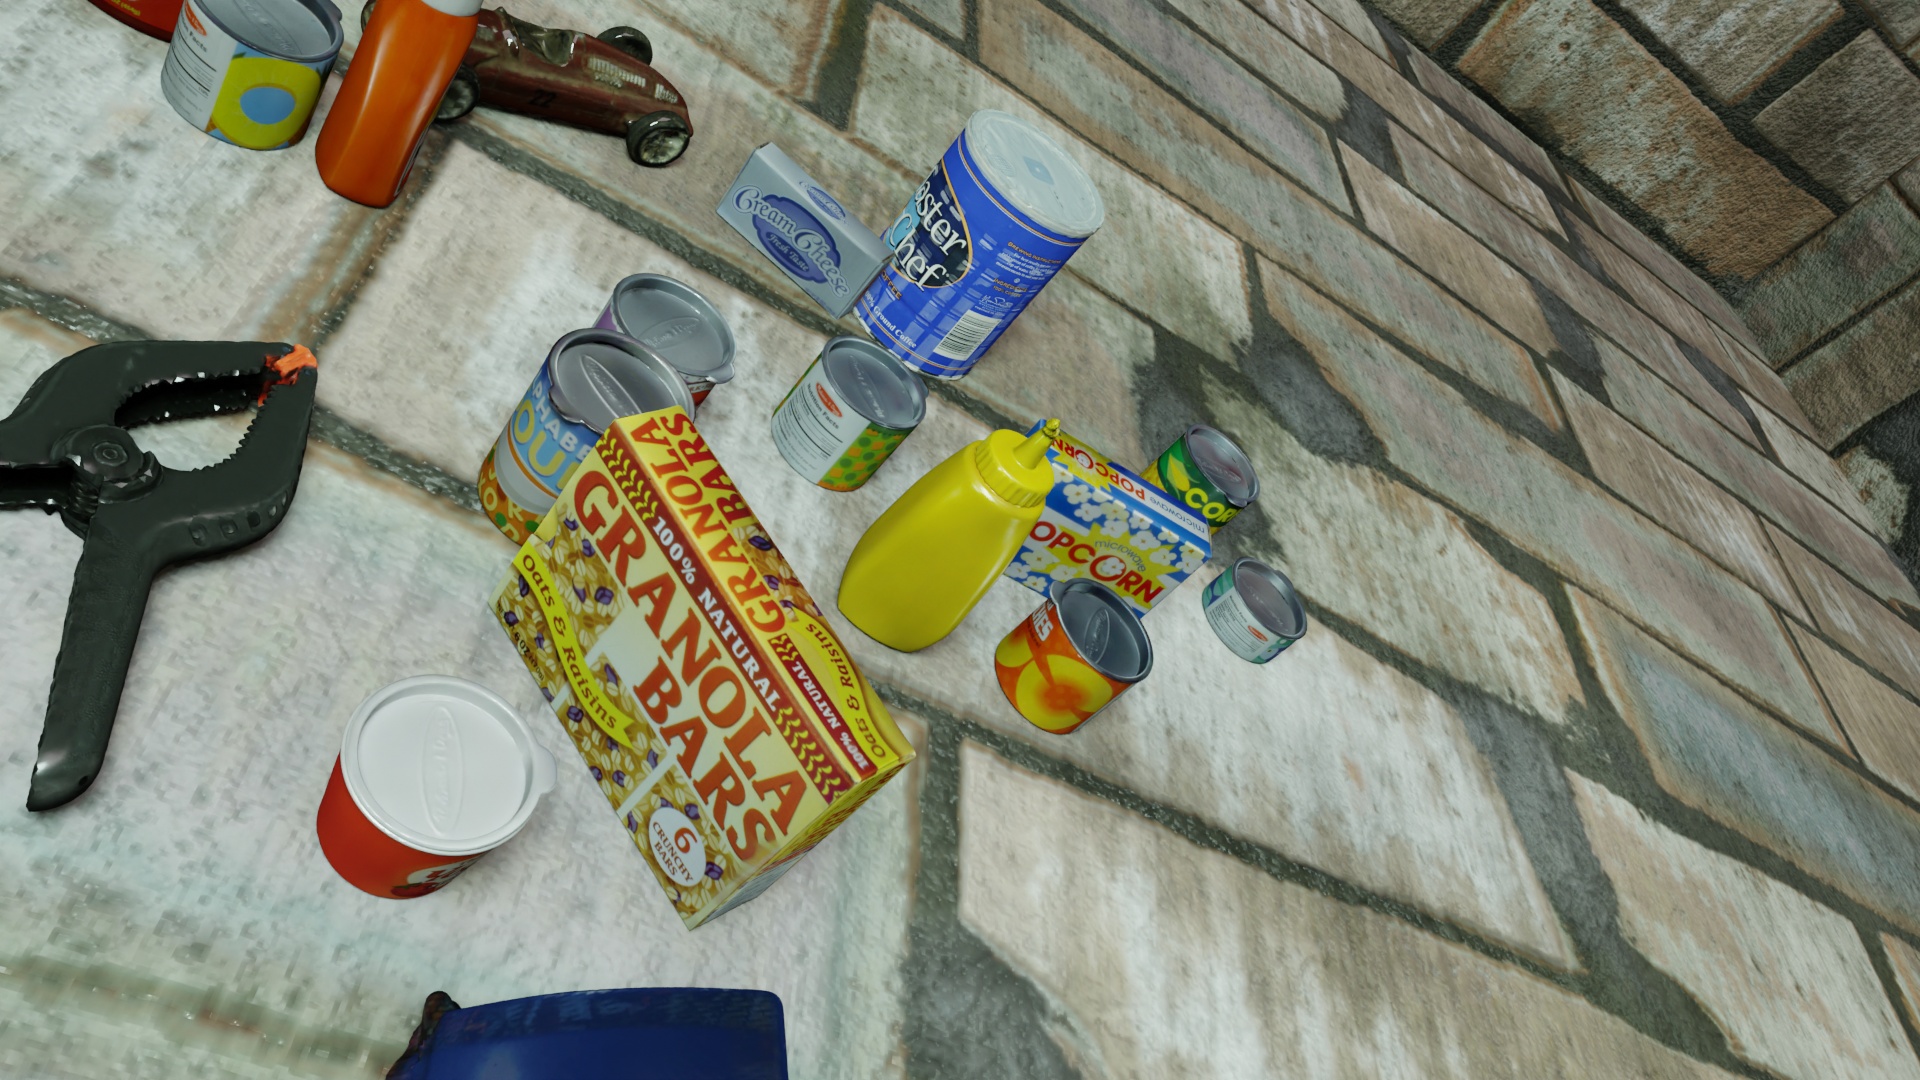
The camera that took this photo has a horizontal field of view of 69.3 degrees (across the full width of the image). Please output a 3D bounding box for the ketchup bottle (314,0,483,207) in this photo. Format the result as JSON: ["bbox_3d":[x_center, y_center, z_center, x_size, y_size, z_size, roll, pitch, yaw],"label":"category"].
[{"bbox_3d":[-0.258,-0.229,0.651,0.043,0.148,0.065,18,43,-32],"label":"ketchup bottle"}]

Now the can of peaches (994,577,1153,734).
[{"bbox_3d":[0.059,0.061,0.750,0.071,0.057,0.071,26,39,-24],"label":"can of peaches"}]

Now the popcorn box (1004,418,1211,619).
[{"bbox_3d":[0.071,-0.005,0.806,0.126,0.085,0.038,29,38,-21],"label":"popcorn box"}]

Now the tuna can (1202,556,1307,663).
[{"bbox_3d":[0.196,0.045,0.924,0.071,0.032,0.071,26,39,-24],"label":"tuna can"}]

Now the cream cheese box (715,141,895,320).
[{"bbox_3d":[-0.096,-0.190,0.854,0.104,0.053,0.024,42,35,-4],"label":"cream cheese box"}]

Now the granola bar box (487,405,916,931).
[{"bbox_3d":[-0.107,0.051,0.540,0.039,0.123,0.166,-18,68,-52],"label":"granola bar box"}]

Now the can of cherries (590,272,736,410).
[{"bbox_3d":[-0.153,-0.087,0.690,0.071,0.058,0.072,27,39,-24],"label":"can of cherries"}]

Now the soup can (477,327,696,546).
[{"bbox_3d":[-0.167,-0.041,0.608,0.071,0.083,0.072,27,39,-24],"label":"soup can"}]

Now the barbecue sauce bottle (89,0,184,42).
[{"bbox_3d":[-0.355,-0.302,0.629,0.065,0.148,0.044,30,38,-20],"label":"barbecue sauce bottle"}]

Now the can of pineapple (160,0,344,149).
[{"bbox_3d":[-0.332,-0.228,0.655,0.071,0.057,0.071,26,39,-24],"label":"can of pineapple"}]

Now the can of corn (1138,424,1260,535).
[{"bbox_3d":[0.160,-0.034,0.946,0.071,0.058,0.071,27,39,-24],"label":"can of corn"}]

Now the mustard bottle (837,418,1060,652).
[{"bbox_3d":[0.002,-0.008,0.677,0.065,0.159,0.049,34,37,-15],"label":"mustard bottle"}]

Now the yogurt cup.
[{"bbox_3d":[-0.187,0.088,0.483,0.072,0.053,0.073,26,39,-24],"label":"yogurt cup"}]

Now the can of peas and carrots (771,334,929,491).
[{"bbox_3d":[-0.060,-0.069,0.764,0.071,0.058,0.071,27,39,-24],"label":"can of peas and carrots"}]
